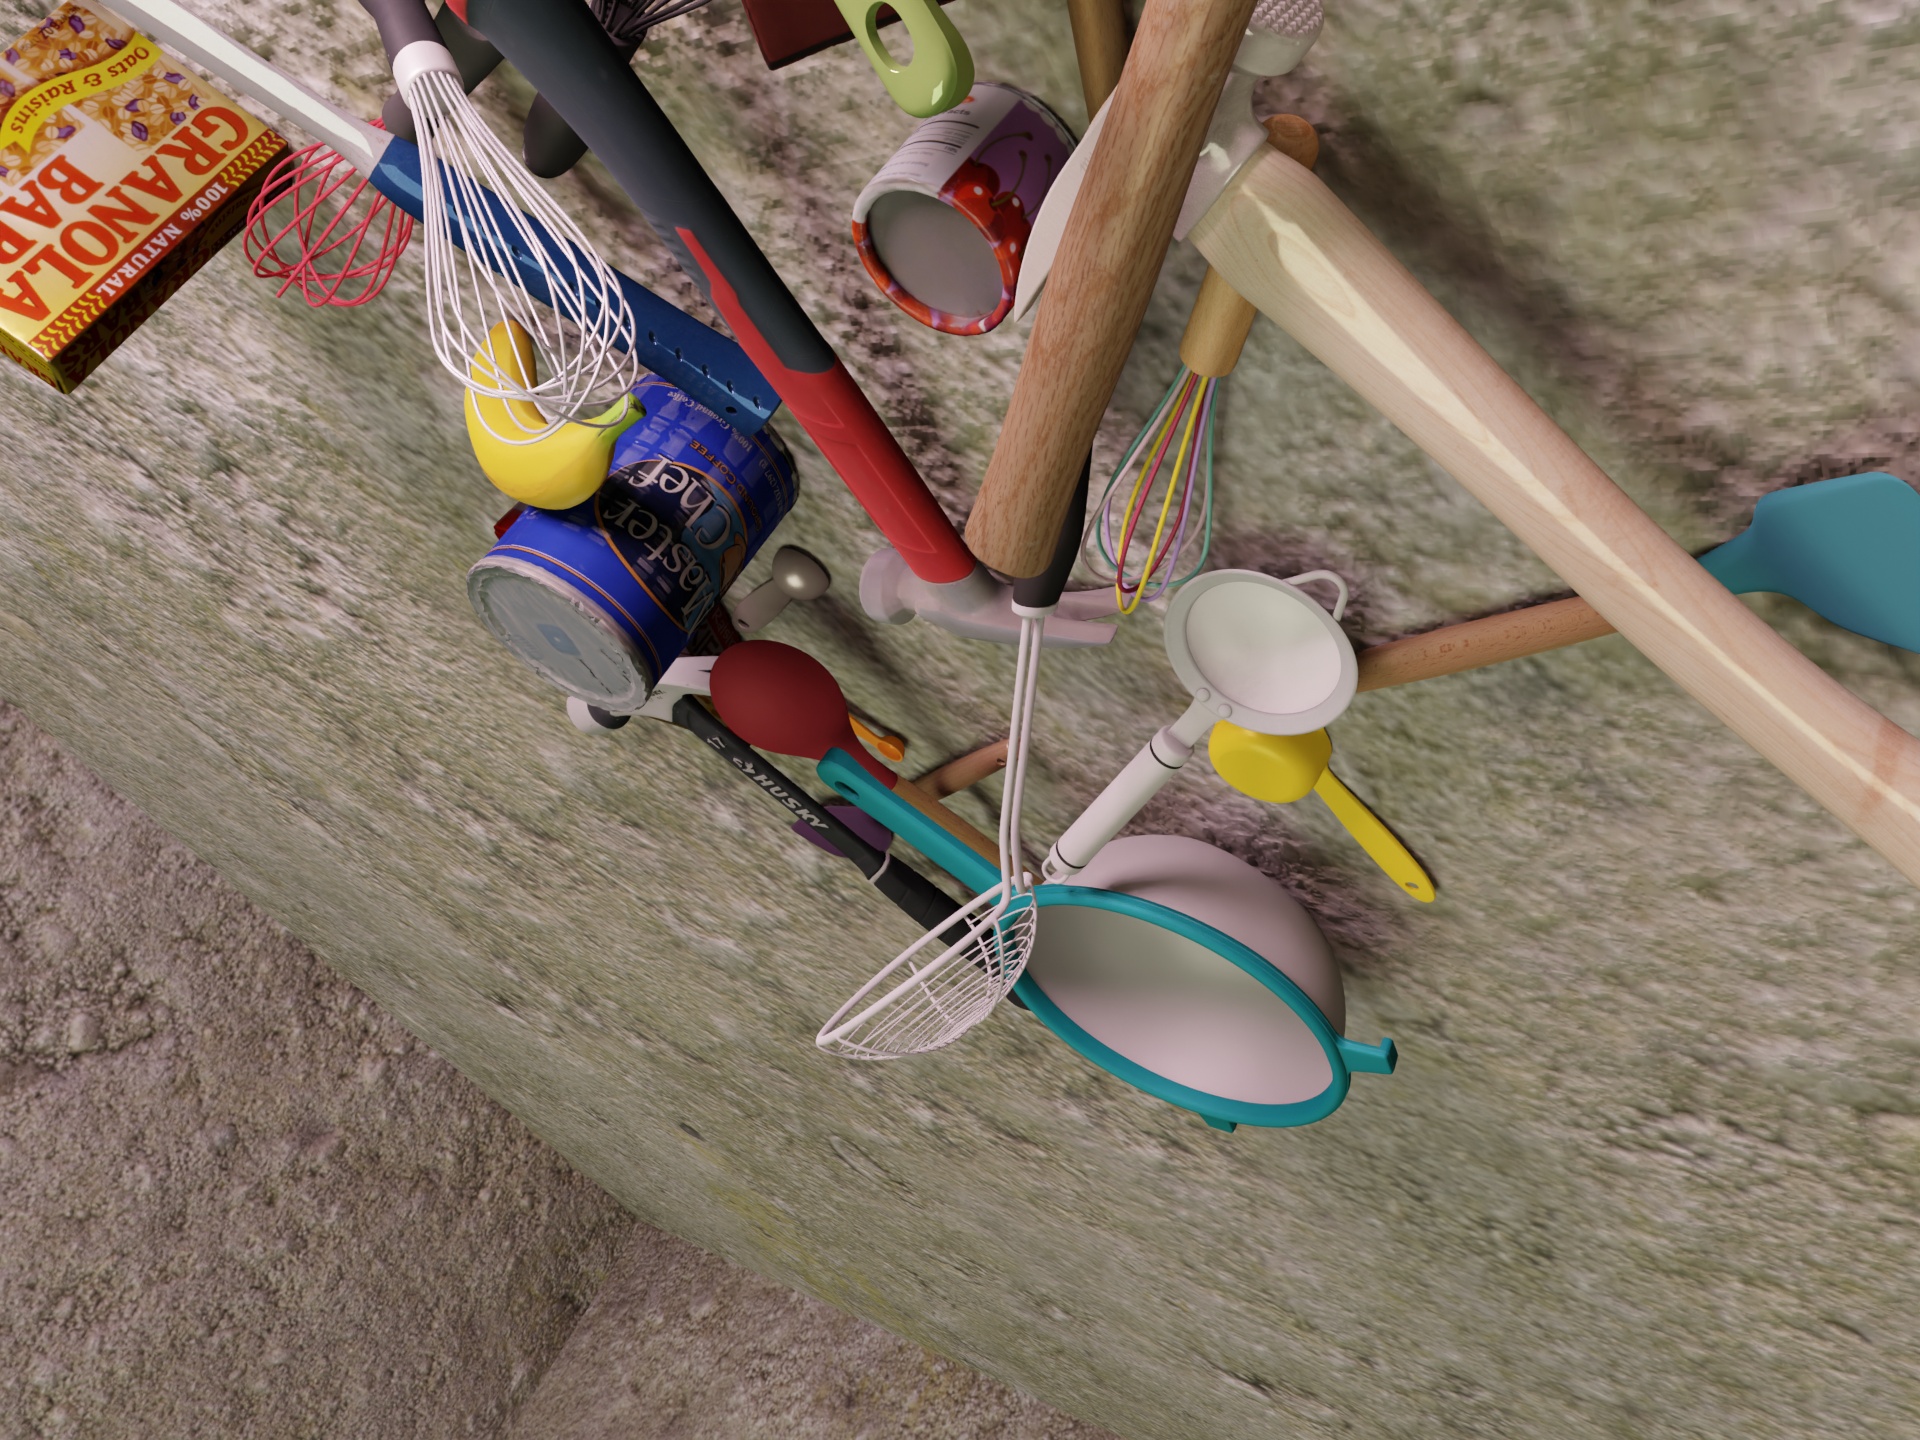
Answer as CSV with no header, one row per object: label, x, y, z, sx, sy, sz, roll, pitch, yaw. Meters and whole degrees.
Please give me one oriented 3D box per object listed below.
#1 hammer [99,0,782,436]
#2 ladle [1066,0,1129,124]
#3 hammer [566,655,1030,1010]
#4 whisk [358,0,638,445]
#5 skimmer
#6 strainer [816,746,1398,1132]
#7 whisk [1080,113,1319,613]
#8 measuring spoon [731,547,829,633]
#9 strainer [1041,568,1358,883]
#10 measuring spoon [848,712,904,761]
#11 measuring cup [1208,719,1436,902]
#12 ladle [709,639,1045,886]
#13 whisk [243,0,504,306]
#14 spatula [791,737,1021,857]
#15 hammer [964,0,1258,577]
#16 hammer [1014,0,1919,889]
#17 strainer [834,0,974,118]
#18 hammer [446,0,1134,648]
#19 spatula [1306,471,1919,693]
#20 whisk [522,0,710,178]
hammer,-0.252,-0.237,0.658,0.405,0.035,0.144,30,143,-25
ladle,0.020,-0.259,0.424,0.078,0.062,0.319,10,149,21
hammer,-0.061,0.085,1.036,0.149,0.036,0.408,-13,137,42
whisk,-0.183,-0.210,0.570,0.070,0.070,0.285,97,149,-60
skimmer,-0.001,-0.002,0.695,0.090,0.127,0.363,18,119,22
strainer,0.079,0.095,0.896,0.340,0.095,0.211,36,149,-2
whisk,0.088,-0.118,0.596,0.051,0.047,0.244,29,149,9
measuring spoon,-0.110,-0.066,0.907,0.034,0.018,0.124,39,152,-13
strainer,0.101,0.005,0.726,0.087,0.050,0.258,38,134,1
measuring spoon,-0.081,-0.013,0.976,0.117,0.011,0.021,36,154,0
measuring cup,0.181,0.048,0.781,0.156,0.029,0.062,44,150,-18
ladle,-0.028,0.049,0.944,0.069,0.031,0.315,-32,133,23
whisk,-0.254,-0.258,0.709,0.073,0.073,0.296,44,144,-22
spatula,-0.035,0.053,1.025,0.059,0.018,0.316,32,154,-15
hammer,0.047,-0.151,0.469,0.130,0.031,0.331,33,148,8
hammer,0.198,-0.053,0.507,0.410,0.038,0.146,41,146,-4
strainer,-0.057,-0.276,0.411,0.151,0.069,0.256,-25,100,45
hammer,-0.059,-0.150,0.640,0.143,0.038,0.385,10,154,35
spatula,0.221,-0.031,0.599,0.082,0.044,0.317,47,151,-16
whisk,-0.125,-0.256,0.588,0.055,0.055,0.239,41,156,-17
